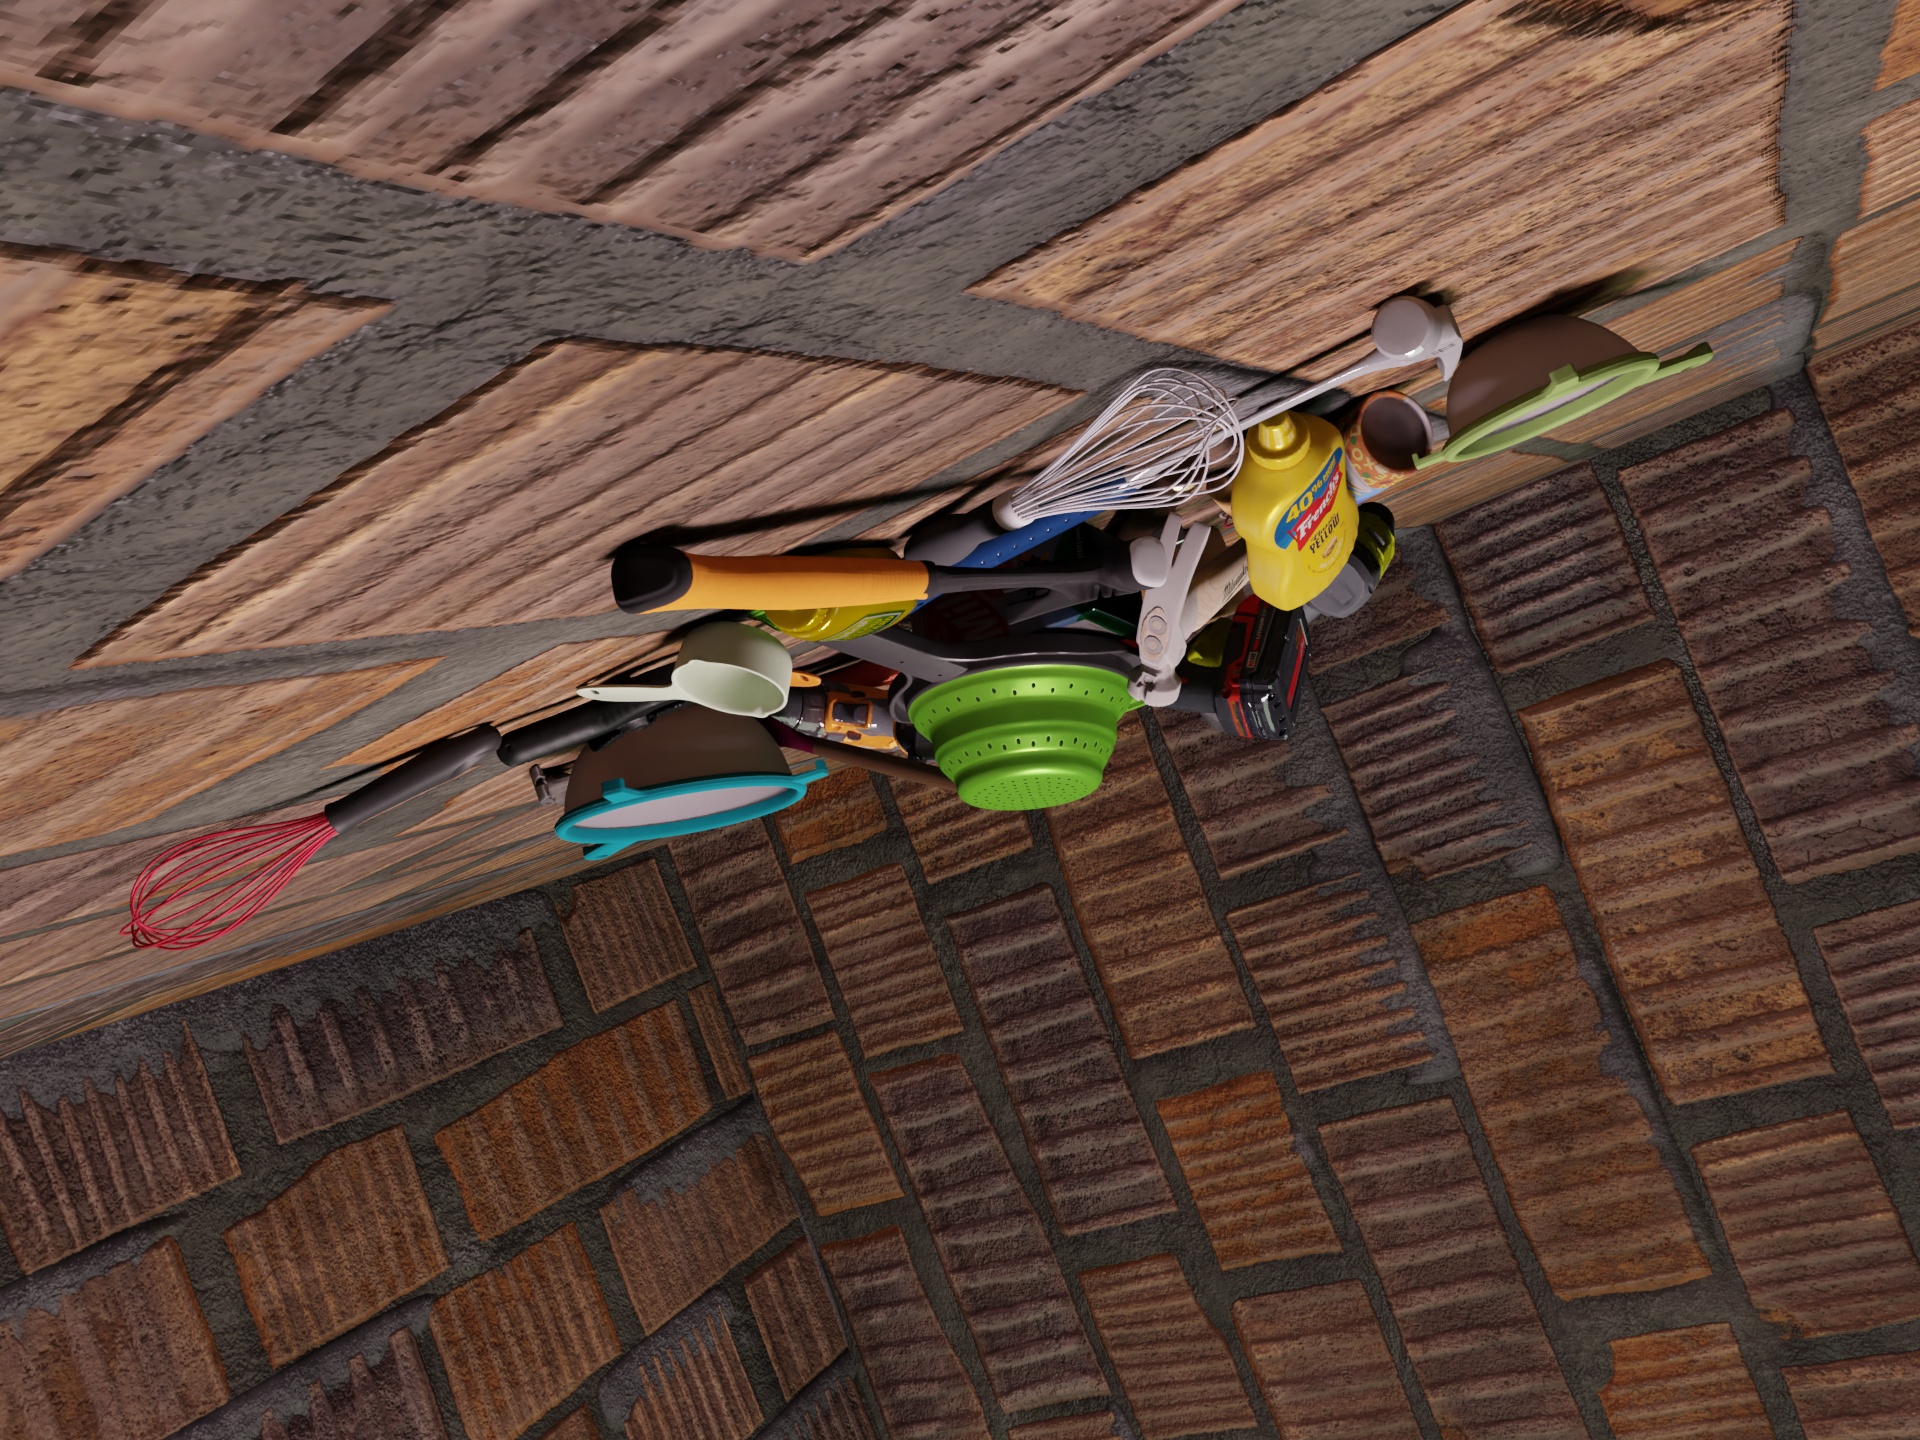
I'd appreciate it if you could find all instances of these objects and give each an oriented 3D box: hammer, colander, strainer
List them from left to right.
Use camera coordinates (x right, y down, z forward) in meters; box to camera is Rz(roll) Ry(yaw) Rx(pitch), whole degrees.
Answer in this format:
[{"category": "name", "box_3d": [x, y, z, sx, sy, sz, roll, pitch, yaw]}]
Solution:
[{"category": "strainer", "box_3d": [-0.273, 0.052, 1.396, 0.211, 0.095, 0.340, -5, 169, -32]}, {"category": "hammer", "box_3d": [-0.229, 0.005, 1.513, 0.359, 0.037, 0.149, -20, 177, -10]}, {"category": "hammer", "box_3d": [-0.041, -0.075, 0.862, 0.336, 0.034, 0.127, -5, 177, -43]}, {"category": "colander", "box_3d": [-0.002, -0.004, 1.154, 0.204, 0.095, 0.396, -18, 158, 35]}, {"category": "hammer", "box_3d": [0.138, -0.154, 1.230, 0.130, 0.031, 0.331, -21, 177, -4]}, {"category": "hammer", "box_3d": [0.121, -0.157, 1.001, 0.405, 0.035, 0.144, -23, 177, 30]}, {"category": "hammer", "box_3d": [0.251, -0.156, 1.265, 0.038, 0.146, 0.411, 25, -143, 23]}, {"category": "strainer", "box_3d": [0.439, -0.256, 1.124, 0.256, 0.069, 0.151, -20, 175, -28]}]

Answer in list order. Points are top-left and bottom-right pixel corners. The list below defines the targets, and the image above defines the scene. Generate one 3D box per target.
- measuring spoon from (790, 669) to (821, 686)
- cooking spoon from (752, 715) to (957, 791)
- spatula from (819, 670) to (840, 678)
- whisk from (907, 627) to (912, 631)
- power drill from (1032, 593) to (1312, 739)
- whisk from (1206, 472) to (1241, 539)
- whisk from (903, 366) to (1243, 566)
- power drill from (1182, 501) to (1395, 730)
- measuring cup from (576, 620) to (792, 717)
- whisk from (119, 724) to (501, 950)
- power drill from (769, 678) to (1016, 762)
[{"category": "measuring spoon", "box_3d": [-0.144, -0.037, 1.133, 0.117, 0.011, 0.021, 7, 153, 34]}, {"category": "cooking spoon", "box_3d": [-0.101, 0.027, 1.353, 0.319, 0.017, 0.068, 13, 154, 30]}, {"category": "spatula", "box_3d": [-0.071, -0.060, 1.604, 0.316, 0.018, 0.059, -20, 169, -2]}, {"category": "whisk", "box_3d": [-0.056, -0.063, 1.387, 0.058, 0.059, 0.246, -38, 169, 13]}, {"category": "power drill", "box_3d": [0.180, -0.070, 1.364, 0.227, 0.188, 0.080, 3, 144, 26]}, {"category": "whisk", "box_3d": [0.236, -0.186, 1.351, 0.047, 0.051, 0.245, -43, 168, 12]}, {"category": "whisk", "box_3d": [0.050, -0.129, 0.889, 0.070, 0.070, 0.284, -19, -178, -37]}, {"category": "power drill", "box_3d": [0.305, -0.106, 1.464, 0.228, 0.080, 0.190, -45, -179, 34]}, {"category": "measuring cup", "box_3d": [-0.187, -0.035, 1.060, 0.167, 0.038, 0.083, -2, 153, 29]}, {"category": "whisk", "box_3d": [-0.448, 0.077, 1.096, 0.296, 0.073, 0.073, -28, 177, 2]}, {"category": "power drill", "box_3d": [-0.072, -0.005, 1.413, 0.185, 0.084, 0.226, 8, 176, -41]}]
